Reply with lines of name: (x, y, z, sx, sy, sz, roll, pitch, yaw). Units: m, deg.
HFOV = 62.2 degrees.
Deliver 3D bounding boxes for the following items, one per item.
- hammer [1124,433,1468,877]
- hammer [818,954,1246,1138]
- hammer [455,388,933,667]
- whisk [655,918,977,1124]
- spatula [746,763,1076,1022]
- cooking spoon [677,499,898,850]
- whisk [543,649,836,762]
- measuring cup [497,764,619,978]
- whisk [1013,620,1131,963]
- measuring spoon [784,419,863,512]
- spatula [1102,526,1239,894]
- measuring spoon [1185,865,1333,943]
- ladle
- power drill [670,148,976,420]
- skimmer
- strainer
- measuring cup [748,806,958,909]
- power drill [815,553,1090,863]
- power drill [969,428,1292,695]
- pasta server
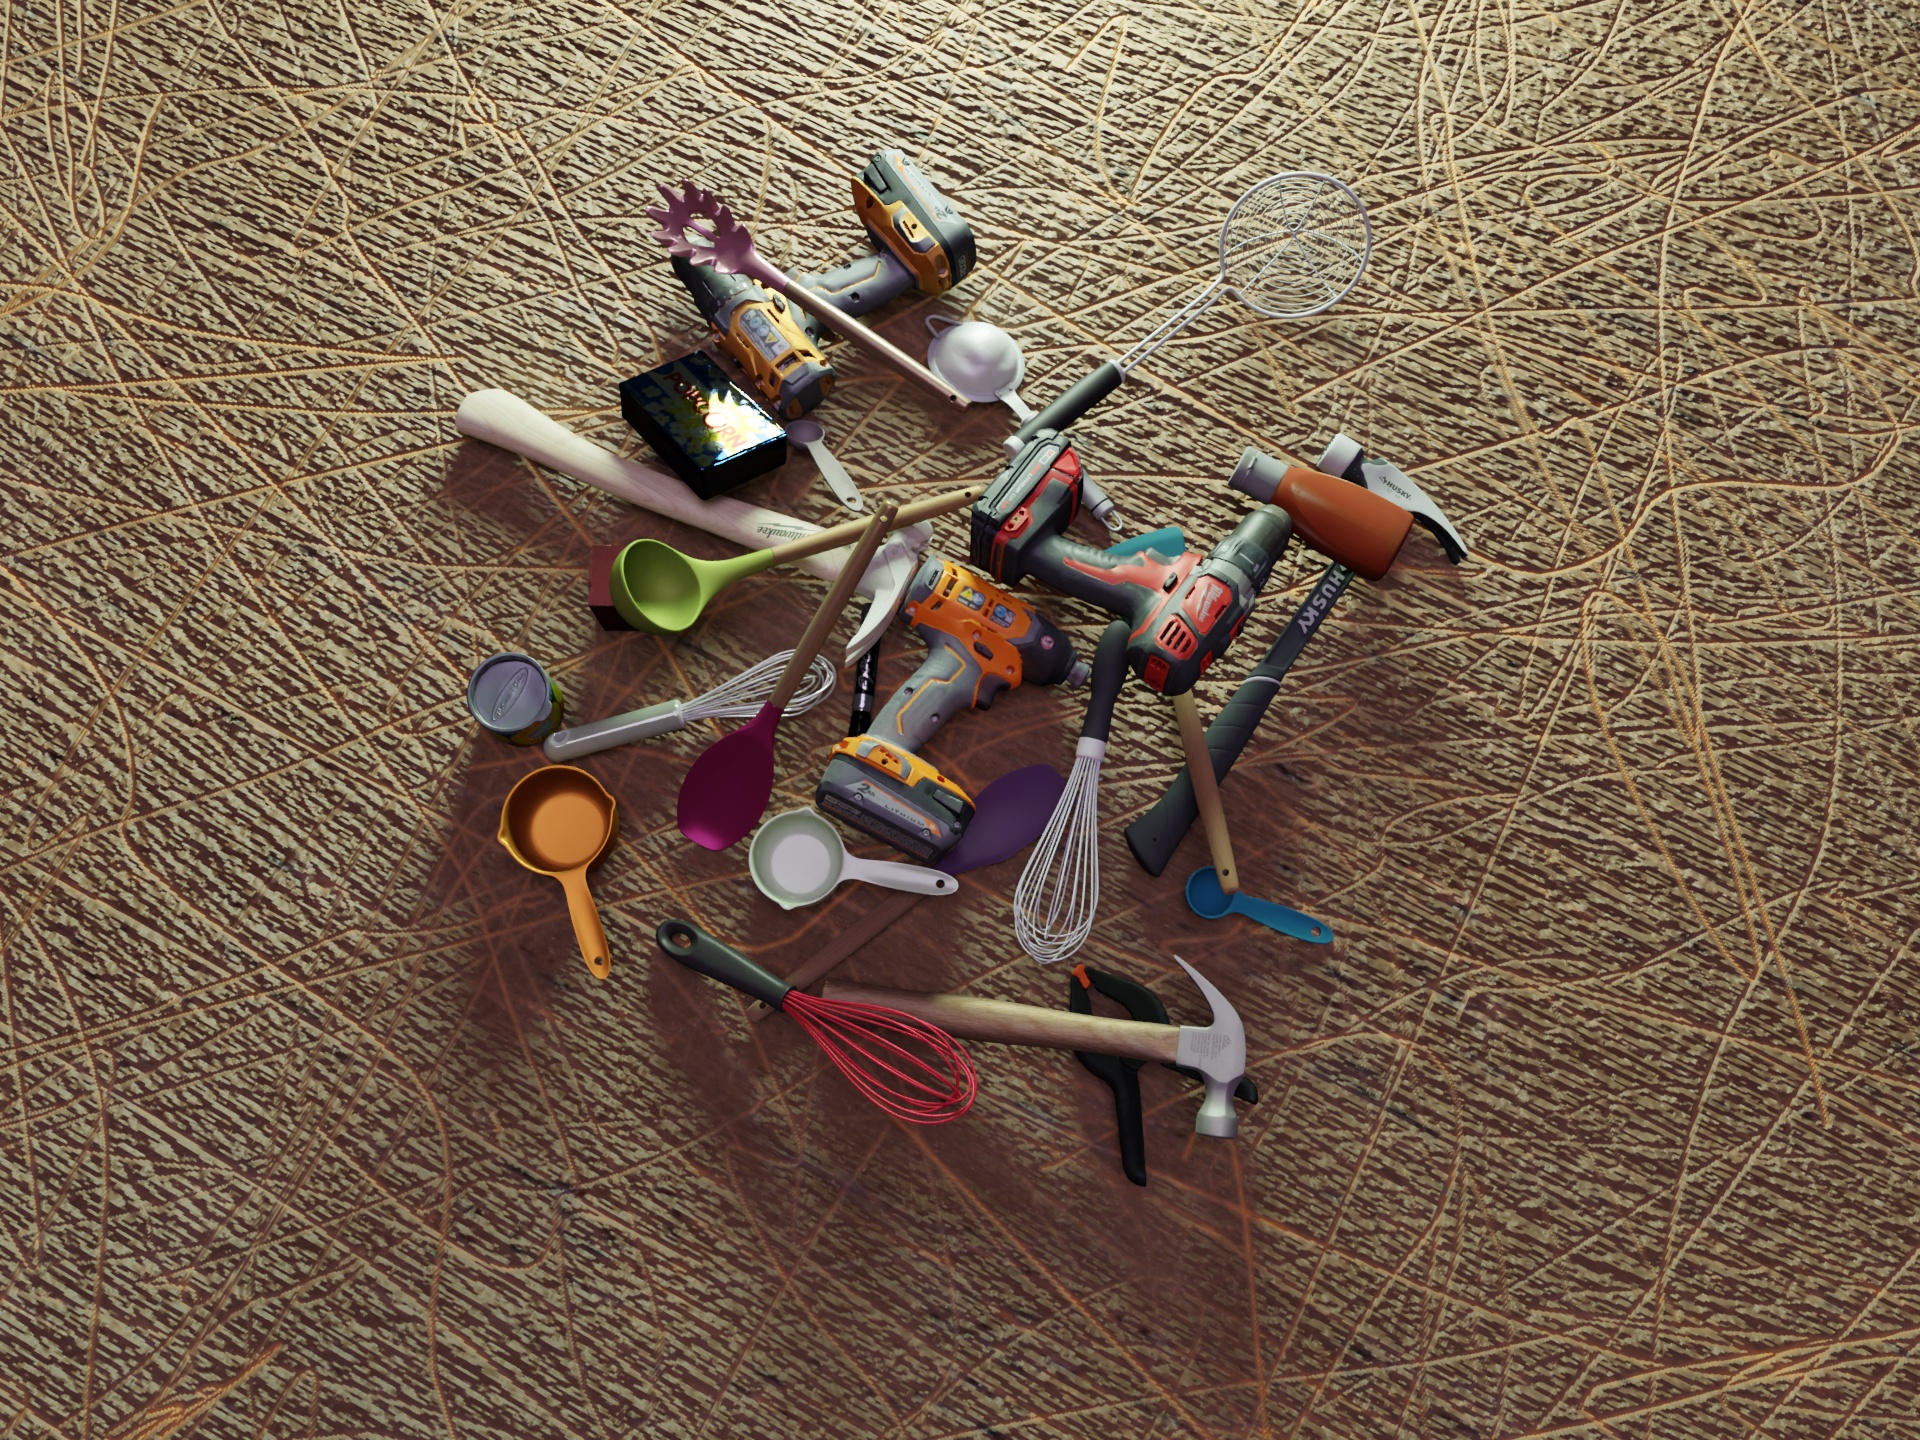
hammer: (0.265, -0.043, 1.319, 0.149, 0.036, 0.409, 35, 79, 6)
hammer: (0.053, 0.233, 1.224, 0.331, 0.031, 0.130, 6, 76, 10)
hammer: (-0.237, -0.177, 1.327, 0.410, 0.038, 0.146, 22, 61, 6)
whisk: (-0.116, 0.222, 1.211, 0.296, 0.073, 0.073, 24, 77, 23)
spatula: (-0.042, 0.139, 1.277, 0.316, 0.018, 0.060, -37, 74, -10)
cooking spoon: (-0.133, -0.034, 1.261, 0.068, 0.017, 0.319, 30, 101, -5)
whisk: (-0.221, -0.007, 1.298, 0.246, 0.059, 0.058, -15, 41, -1)
measuring cup: (-0.303, 0.122, 1.261, 0.095, 0.052, 0.174, -18, 79, -5)
whisk: (0.098, 0.055, 1.271, 0.070, 0.070, 0.285, 14, 79, 2)
measuring spoon: (-0.113, -0.211, 1.340, 0.034, 0.018, 0.124, -15, 52, -26)
spatula: (0.177, -0.009, 1.275, 0.082, 0.044, 0.318, -19, 59, 15)
measuring spoon: (0.239, 0.155, 1.283, 0.128, 0.021, 0.042, 21, 76, -5)
ladle: (-0.124, -0.141, 1.268, 0.320, 0.062, 0.078, -19, 85, -17)
power drill: (-0.123, -0.393, 1.374, 0.226, 0.084, 0.185, -39, 80, -4)
skimmer: (0.190, -0.329, 1.341, 0.363, 0.090, 0.127, -40, 117, -15)
strainer: (0.058, -0.264, 1.366, 0.087, 0.050, 0.258, -36, 83, -23)
measuring cup: (-0.085, 0.120, 1.271, 0.167, 0.038, 0.083, 10, 76, 0)
power drill: (-0.002, -0.004, 1.274, 0.164, 0.084, 0.226, 27, 70, -3)
power drill: (0.139, -0.142, 1.280, 0.227, 0.080, 0.188, 33, 67, 15)
pasta server: (-0.123, -0.344, 1.311, 0.316, 0.040, 0.060, 35, 100, 8)
